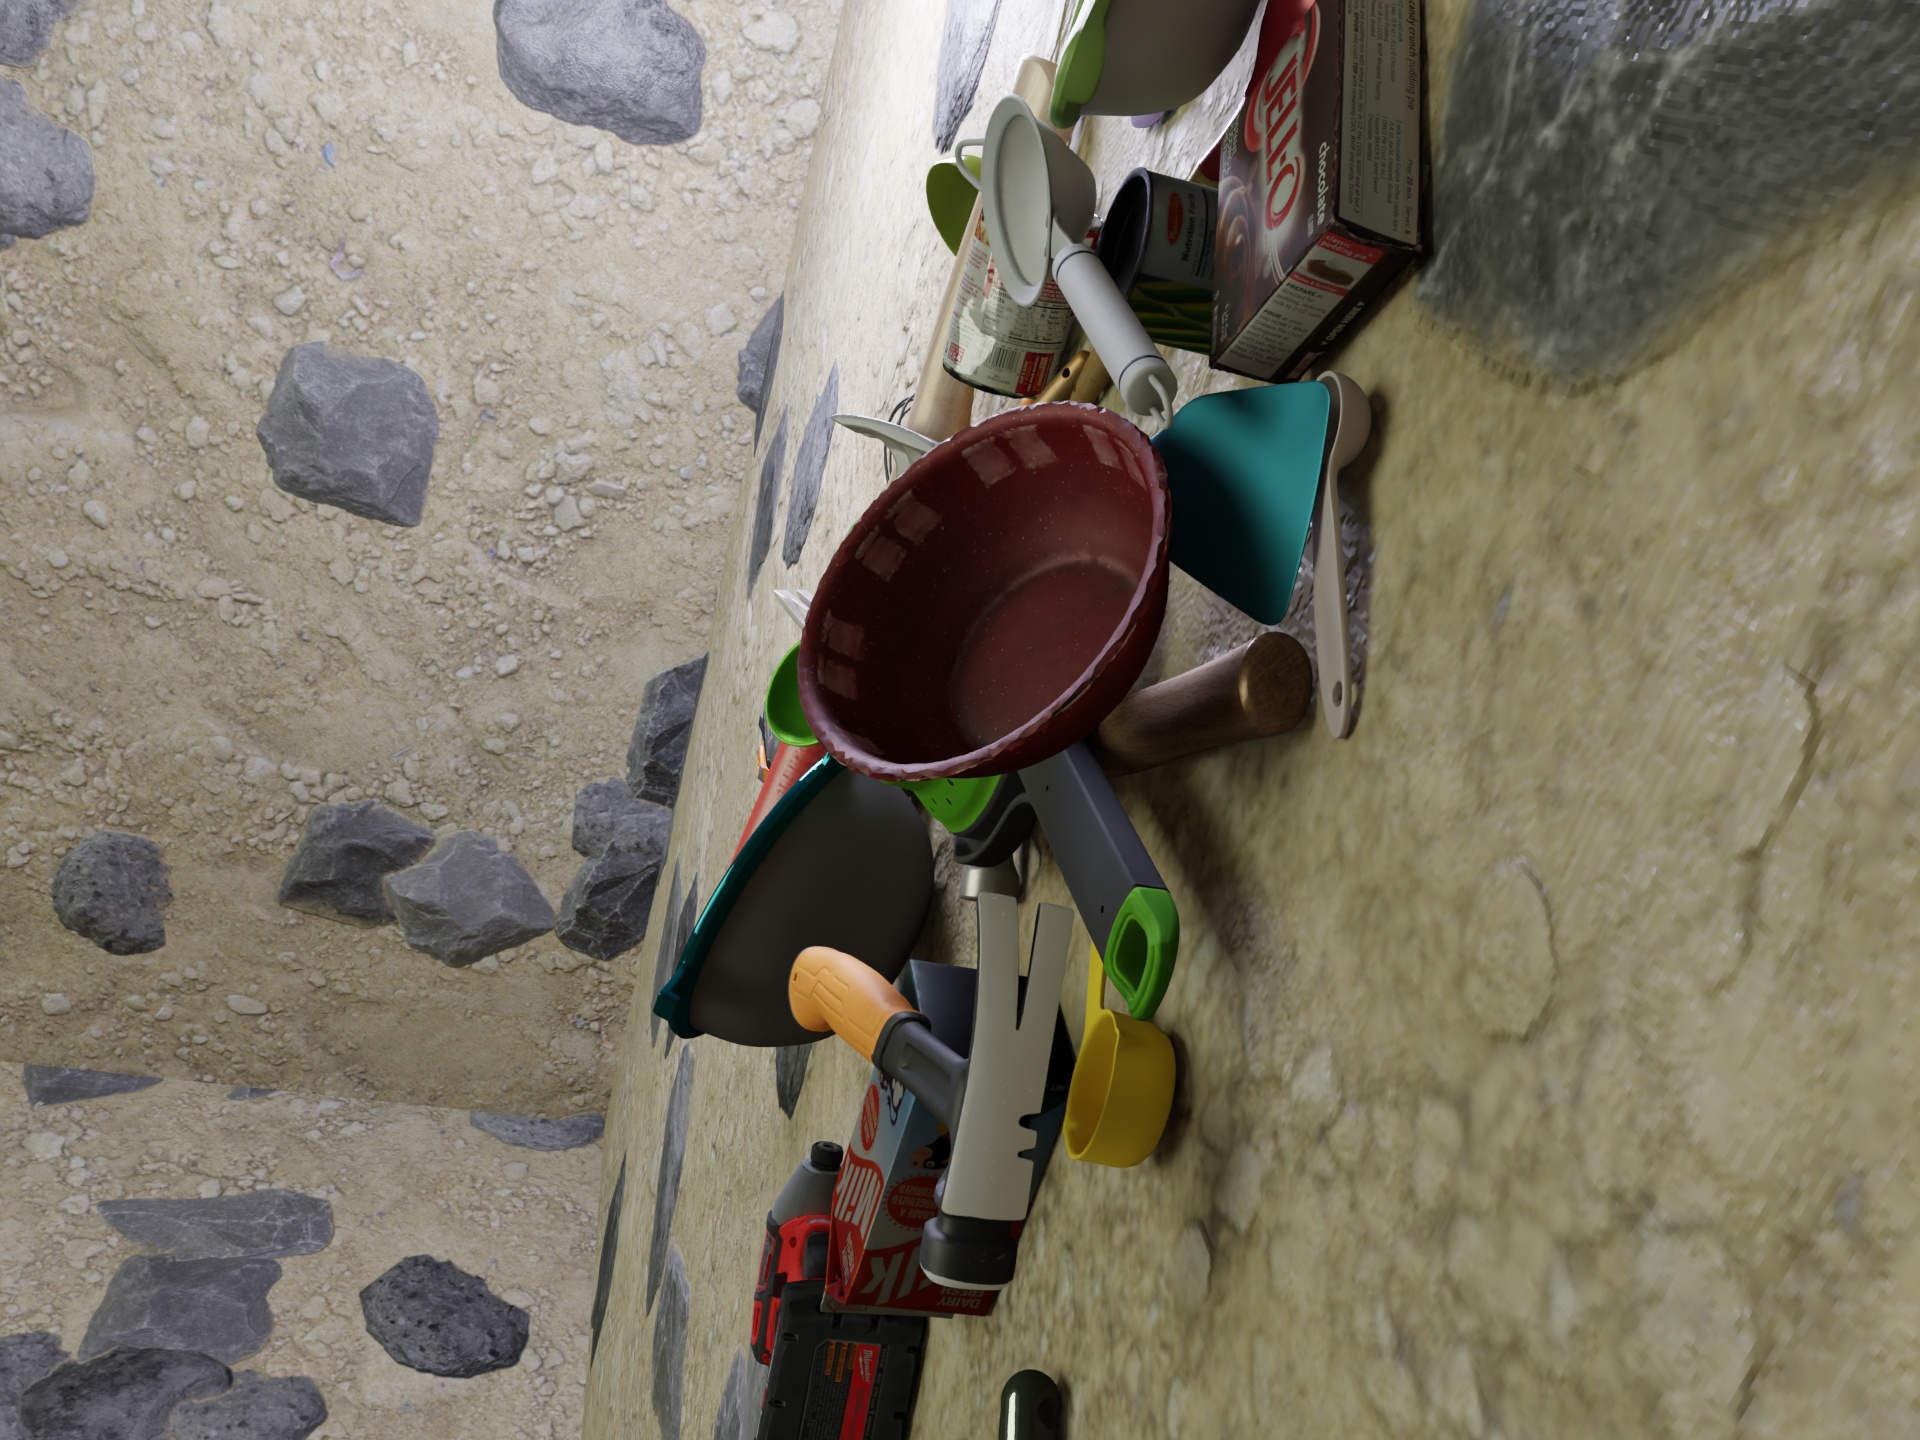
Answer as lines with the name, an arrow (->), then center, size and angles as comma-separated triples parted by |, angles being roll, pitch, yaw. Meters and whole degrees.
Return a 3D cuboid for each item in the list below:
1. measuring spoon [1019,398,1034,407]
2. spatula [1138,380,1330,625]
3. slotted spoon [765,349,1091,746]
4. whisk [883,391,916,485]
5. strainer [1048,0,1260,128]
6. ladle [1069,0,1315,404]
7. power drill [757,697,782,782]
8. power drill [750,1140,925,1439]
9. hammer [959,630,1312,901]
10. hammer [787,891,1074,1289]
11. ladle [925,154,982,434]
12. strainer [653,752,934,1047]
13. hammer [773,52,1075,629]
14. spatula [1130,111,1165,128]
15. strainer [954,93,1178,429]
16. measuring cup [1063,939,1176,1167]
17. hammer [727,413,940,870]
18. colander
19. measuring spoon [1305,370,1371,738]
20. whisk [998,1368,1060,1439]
measuring spoon -> 0.041, -0.148, 0.920 | 0.021, 0.011, 0.117 | 118, 158, -51
spatula -> 0.084, -0.107, 0.675 | 0.318, 0.044, 0.082 | -107, 26, -77
slotted spoon -> -0.020, -0.094, 0.924 | 0.313, 0.031, 0.070 | -48, 57, 32
whisk -> -0.036, -0.117, 1.137 | 0.055, 0.055, 0.239 | -172, 87, -76
strainer -> 0.082, -0.278, 0.611 | 0.257, 0.069, 0.151 | -74, 4, -51
ladle -> 0.104, -0.228, 0.706 | 0.315, 0.031, 0.069 | 124, 158, -62
power drill -> -0.138, 0.089, 1.331 | 0.164, 0.084, 0.226 | -109, 28, -64
power drill -> -0.082, 0.348, 0.945 | 0.220, 0.078, 0.143 | -159, 80, -79
hammer -> 0.062, 0.008, 0.691 | 0.331, 0.031, 0.130 | 151, 127, -72
hammer -> -0.030, 0.124, 0.673 | 0.337, 0.034, 0.127 | 176, 104, -74
ladle -> -0.010, -0.221, 1.087 | 0.078, 0.062, 0.320 | 14, 97, 58
strainer -> -0.071, 0.141, 1.021 | 0.211, 0.095, 0.340 | -56, -13, -11
hammer -> -0.017, -0.226, 1.048 | 0.146, 0.038, 0.410 | 35, 115, 36
spatula -> 0.129, -0.337, 0.694 | 0.316, 0.018, 0.060 | 169, 105, -76
strainer -> 0.046, -0.179, 0.625 | 0.259, 0.050, 0.086 | -107, 14, -49
measuring cup -> 0.067, 0.109, 0.636 | 0.157, 0.029, 0.062 | -79, 8, -51
hammer -> -0.094, -0.018, 1.036 | 0.149, 0.036, 0.359 | 30, 100, 38
colander -> -0.001, -0.002, 0.686 | 0.397, 0.094, 0.204 | -111, 34, -63
measuring spoon -> 0.127, -0.055, 0.524 | 0.034, 0.018, 0.124 | 136, 135, -75
whisk -> 0.021, 0.372, 0.591 | 0.059, 0.057, 0.247 | -19, 52, 35
